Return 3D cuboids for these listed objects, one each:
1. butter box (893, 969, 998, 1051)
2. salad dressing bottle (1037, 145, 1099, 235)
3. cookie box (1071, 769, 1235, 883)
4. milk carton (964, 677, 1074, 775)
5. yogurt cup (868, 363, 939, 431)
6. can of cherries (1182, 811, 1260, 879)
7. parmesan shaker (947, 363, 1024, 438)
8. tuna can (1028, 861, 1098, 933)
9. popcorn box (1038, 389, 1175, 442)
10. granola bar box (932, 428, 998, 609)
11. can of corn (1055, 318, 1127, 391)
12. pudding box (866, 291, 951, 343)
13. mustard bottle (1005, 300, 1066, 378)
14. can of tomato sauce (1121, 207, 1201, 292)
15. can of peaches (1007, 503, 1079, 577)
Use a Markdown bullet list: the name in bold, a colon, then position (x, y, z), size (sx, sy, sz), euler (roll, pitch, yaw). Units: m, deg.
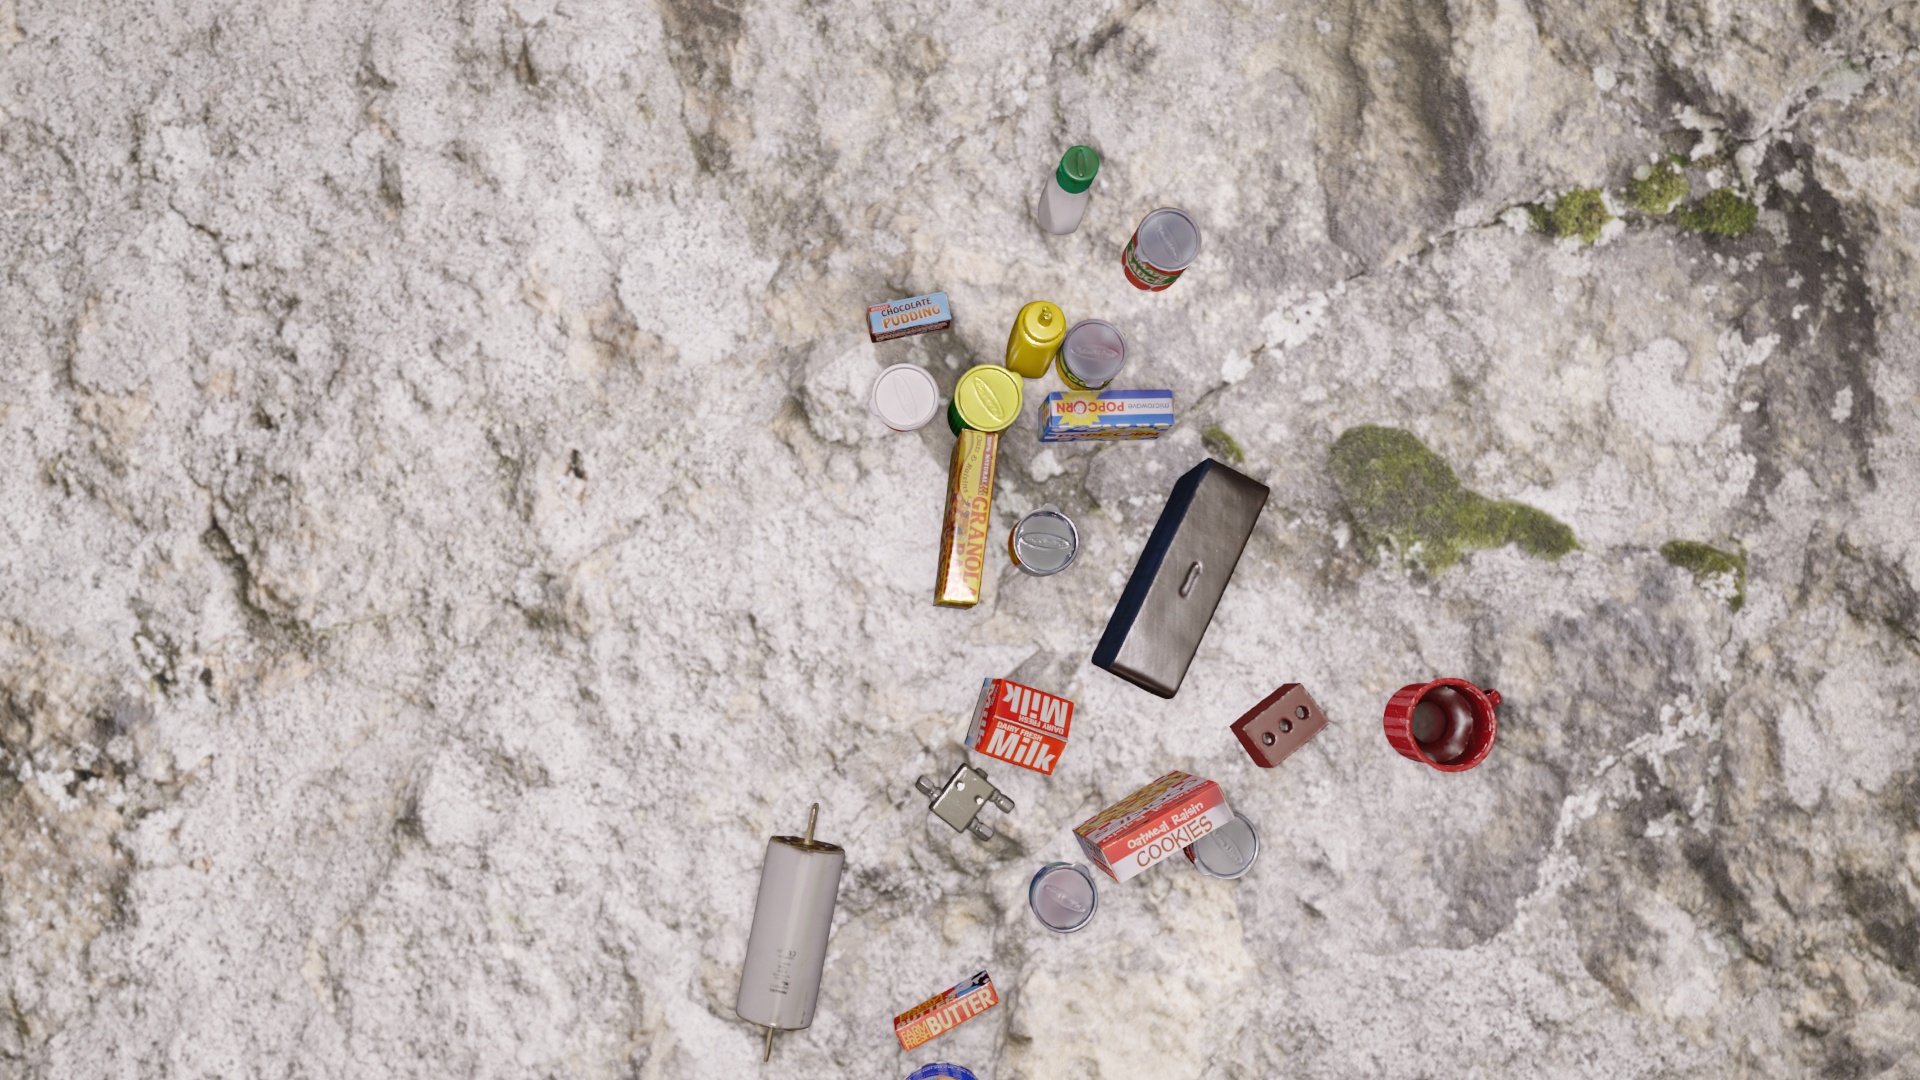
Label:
- **butter box**: position (-0.014, 0.456, 1.346), size (0.103, 0.053, 0.024), euler (-26, 87, -7)
- **salad dressing bottle**: position (0.109, -0.353, 1.397), size (0.044, 0.147, 0.064), euler (-1, 84, -5)
- **cookie box**: position (0.180, 0.269, 1.325), size (0.123, 0.167, 0.040), euler (-28, 87, -7)
- **milk carton**: position (0.055, 0.174, 1.313), size (0.072, 0.190, 0.073), euler (18, 83, -3)
- **yogurt cup**: position (-0.057, -0.141, 1.407), size (0.072, 0.054, 0.072), euler (0, 84, -5)
- **can of cherries**: position (0.256, 0.301, 1.383), size (0.071, 0.058, 0.071), euler (0, 84, -5)
- **parmesan shaker**: position (0.026, -0.134, 1.389), size (0.071, 0.103, 0.071), euler (0, 84, -5)
- **tuna can**: position (0.103, 0.351, 1.378), size (0.071, 0.033, 0.071), euler (0, 84, -5)
- **popcorn box**: position (0.146, -0.126, 1.407), size (0.127, 0.085, 0.038), euler (-2, 85, -5)
- **granola bar box**: position (0.005, -0.017, 1.363), size (0.039, 0.124, 0.165), euler (7, 83, -4)
- **can of corn**: position (0.133, -0.186, 1.426), size (0.071, 0.058, 0.071), euler (0, 84, -5)
- **pudding box**: position (-0.053, -0.228, 1.419), size (0.084, 0.049, 0.030), euler (-12, 85, -6)
- **mustard bottle**: position (0.076, -0.203, 1.372), size (0.049, 0.160, 0.065), euler (12, 84, -3)
- **can of tomato sauce**: position (0.204, -0.297, 1.431), size (0.071, 0.083, 0.071), euler (0, 84, -5)
- **can of peaches**: position (0.083, 0.001, 1.401), size (0.071, 0.058, 0.071), euler (0, 84, -5)
